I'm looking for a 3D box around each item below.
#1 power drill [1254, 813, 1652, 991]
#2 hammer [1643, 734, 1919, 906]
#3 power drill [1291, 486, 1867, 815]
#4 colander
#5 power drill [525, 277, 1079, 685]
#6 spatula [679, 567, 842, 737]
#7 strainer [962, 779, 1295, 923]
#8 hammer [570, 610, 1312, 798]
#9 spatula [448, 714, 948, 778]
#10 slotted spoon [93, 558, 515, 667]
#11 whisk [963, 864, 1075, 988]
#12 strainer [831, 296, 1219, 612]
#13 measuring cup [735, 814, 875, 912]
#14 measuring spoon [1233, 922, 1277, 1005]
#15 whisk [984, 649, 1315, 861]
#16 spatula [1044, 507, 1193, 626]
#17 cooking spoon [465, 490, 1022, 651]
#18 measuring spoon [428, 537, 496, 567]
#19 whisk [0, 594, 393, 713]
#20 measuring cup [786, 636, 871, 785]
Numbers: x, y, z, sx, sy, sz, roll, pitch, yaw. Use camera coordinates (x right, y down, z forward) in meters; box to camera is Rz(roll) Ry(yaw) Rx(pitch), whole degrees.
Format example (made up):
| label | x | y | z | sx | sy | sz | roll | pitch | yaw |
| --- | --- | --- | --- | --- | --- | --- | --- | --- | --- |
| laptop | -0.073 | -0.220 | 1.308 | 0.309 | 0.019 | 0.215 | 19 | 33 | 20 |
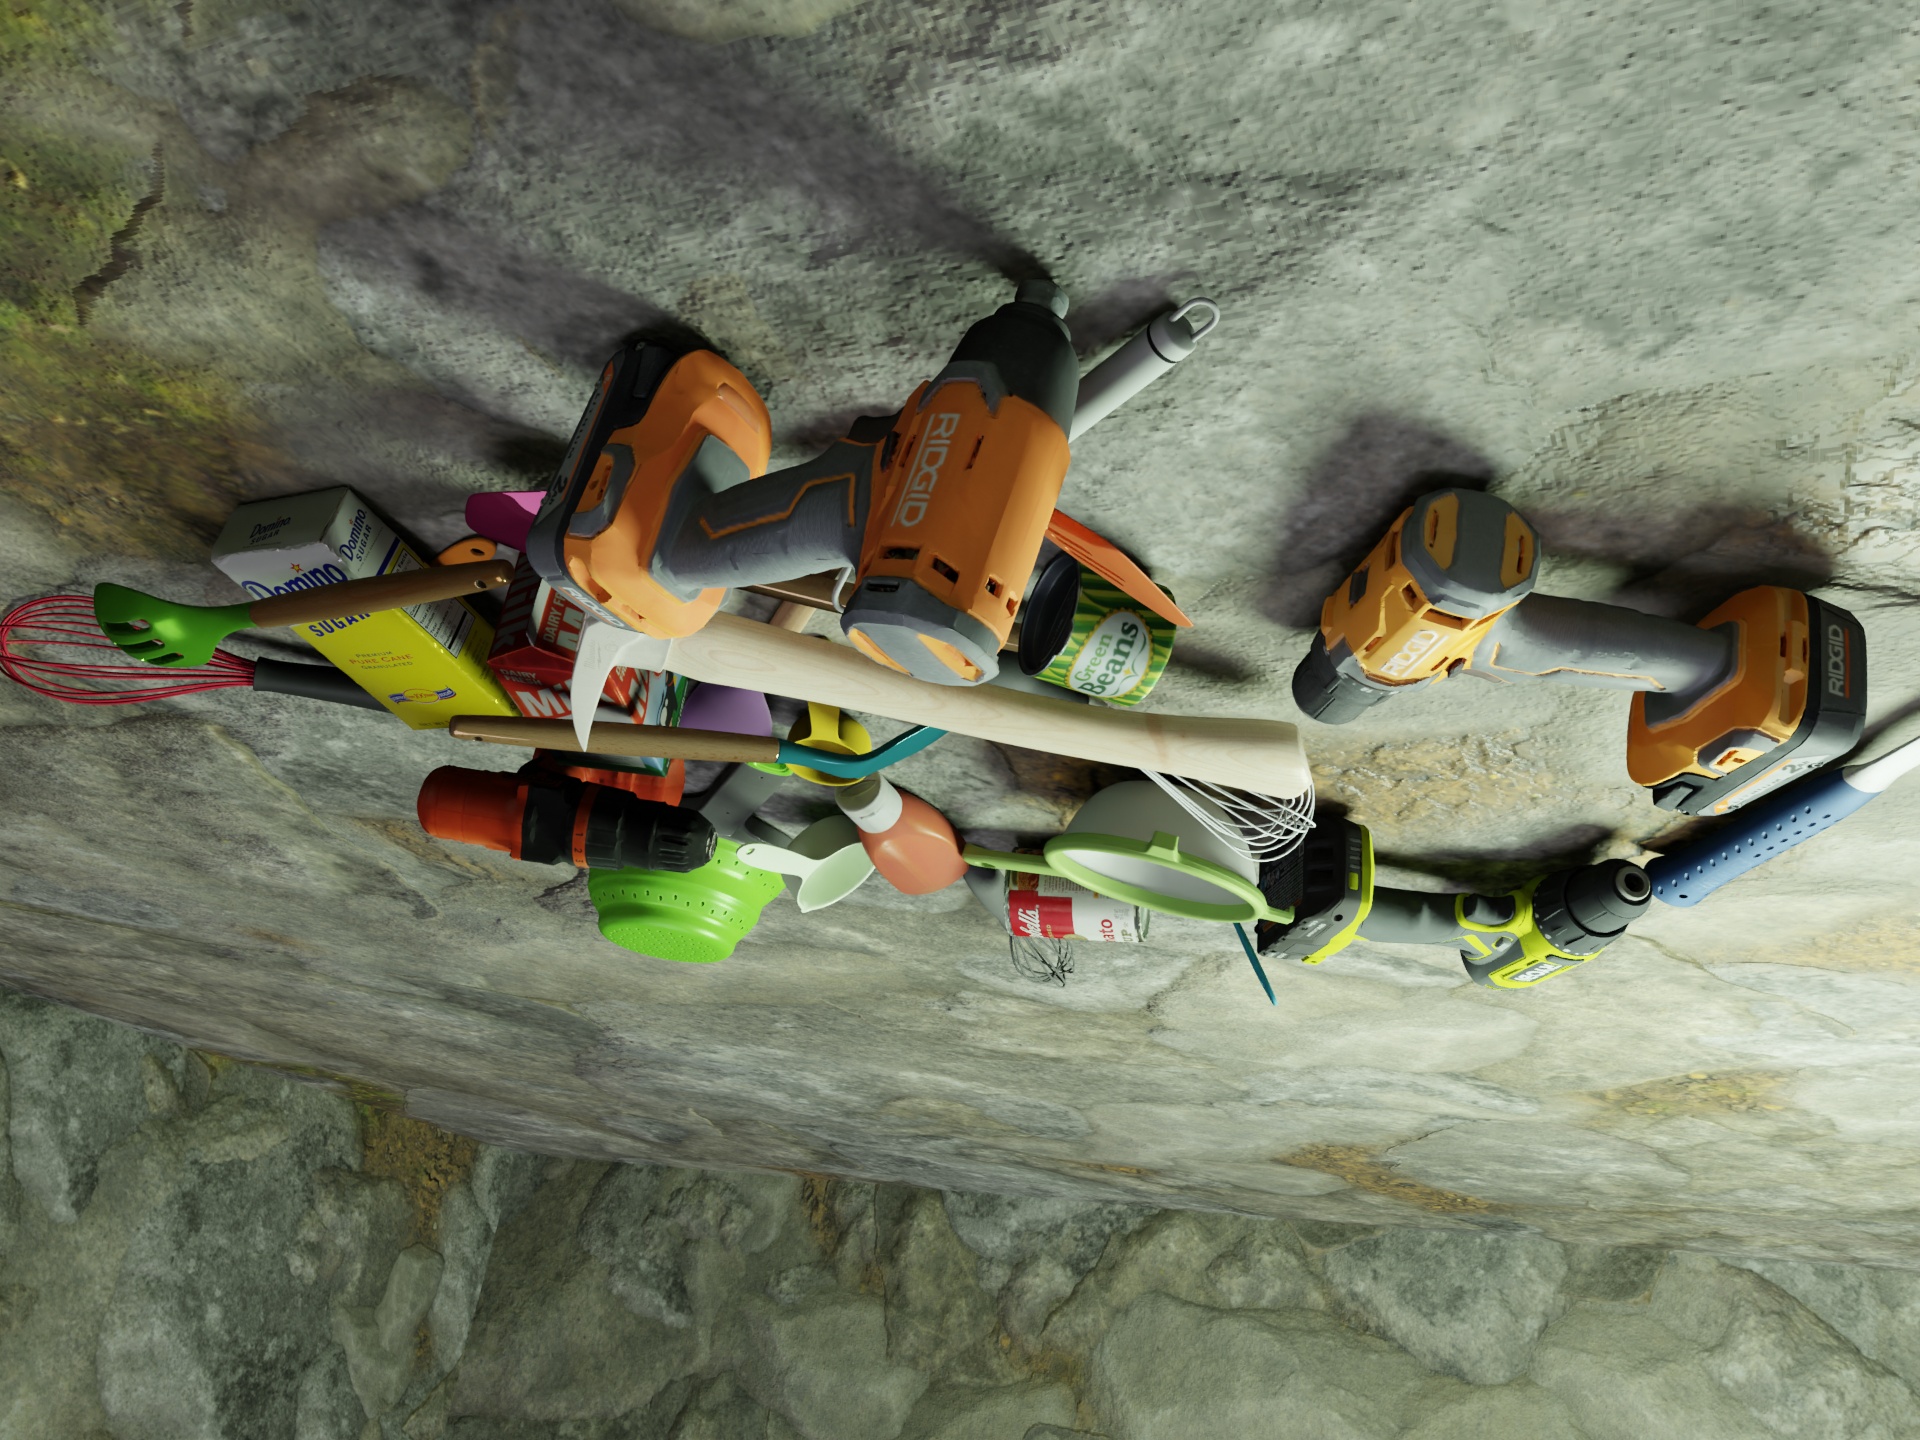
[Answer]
| label | x | y | z | sx | sy | sz | roll | pitch | yaw |
| --- | --- | --- | --- | --- | --- | --- | --- | --- | --- |
| power drill | 0.334 | 0.126 | 1.089 | 0.228 | 0.080 | 0.190 | 9 | 157 | -6 |
| hammer | 0.502 | 0.030 | 0.860 | 0.144 | 0.035 | 0.405 | 11 | 156 | -4 |
| power drill | 0.284 | -0.023 | 0.774 | 0.226 | 0.084 | 0.185 | 16 | 156 | -5 |
| colander | -0.200 | 0.113 | 1.225 | 0.204 | 0.095 | 0.397 | 17 | 155 | -17 |
| power drill | -0.057 | -0.104 | 0.648 | 0.226 | 0.164 | 0.084 | 7 | 159 | 36 |
| spatula | -0.114 | -0.037 | 0.949 | 0.059 | 0.018 | 0.316 | 30 | 151 | -8 |
| strainer | 0.100 | 0.079 | 1.095 | 0.256 | 0.069 | 0.151 | 1 | 158 | 47 |
| hammer | -0.001 | -0.003 | 0.864 | 0.410 | 0.038 | 0.146 | 12 | 138 | -16 |
| spatula | -0.134 | 0.006 | 0.926 | 0.317 | 0.044 | 0.082 | 5 | 155 | -28 |
| slotted spoon | -0.366 | -0.062 | 0.867 | 0.314 | 0.031 | 0.070 | -5 | 139 | 27 |
| whisk | 0.047 | 0.164 | 1.319 | 0.055 | 0.055 | 0.238 | -1 | 149 | 22 |
| strainer | 0.024 | -0.115 | 0.705 | 0.086 | 0.050 | 0.258 | 42 | 140 | -16 |
| measuring cup | -0.122 | 0.095 | 1.167 | 0.083 | 0.038 | 0.167 | -46 | 152 | 11 |
| measuring spoon | 0.189 | 0.149 | 1.132 | 0.021 | 0.129 | 0.042 | -24 | 152 | 0 |
| whisk | 0.100 | 0.011 | 0.940 | 0.284 | 0.070 | 0.070 | 26 | 151 | -23 |
| spatula | -0.046 | -0.088 | 0.716 | 0.323 | 0.041 | 0.081 | 9 | 165 | 34 |
| cooking spoon | -0.094 | -0.071 | 0.824 | 0.318 | 0.017 | 0.068 | 12 | 155 | -15 |
| measuring spoon | -0.299 | -0.084 | 0.923 | 0.021 | 0.011 | 0.117 | 27 | 151 | -34 |
| whisk | -0.488 | -0.034 | 1.056 | 0.295 | 0.073 | 0.073 | 8 | 157 | -15 |
| measuring cup | -0.084 | -0.012 | 1.005 | 0.062 | 0.029 | 0.156 | 8 | 144 | 2 |
